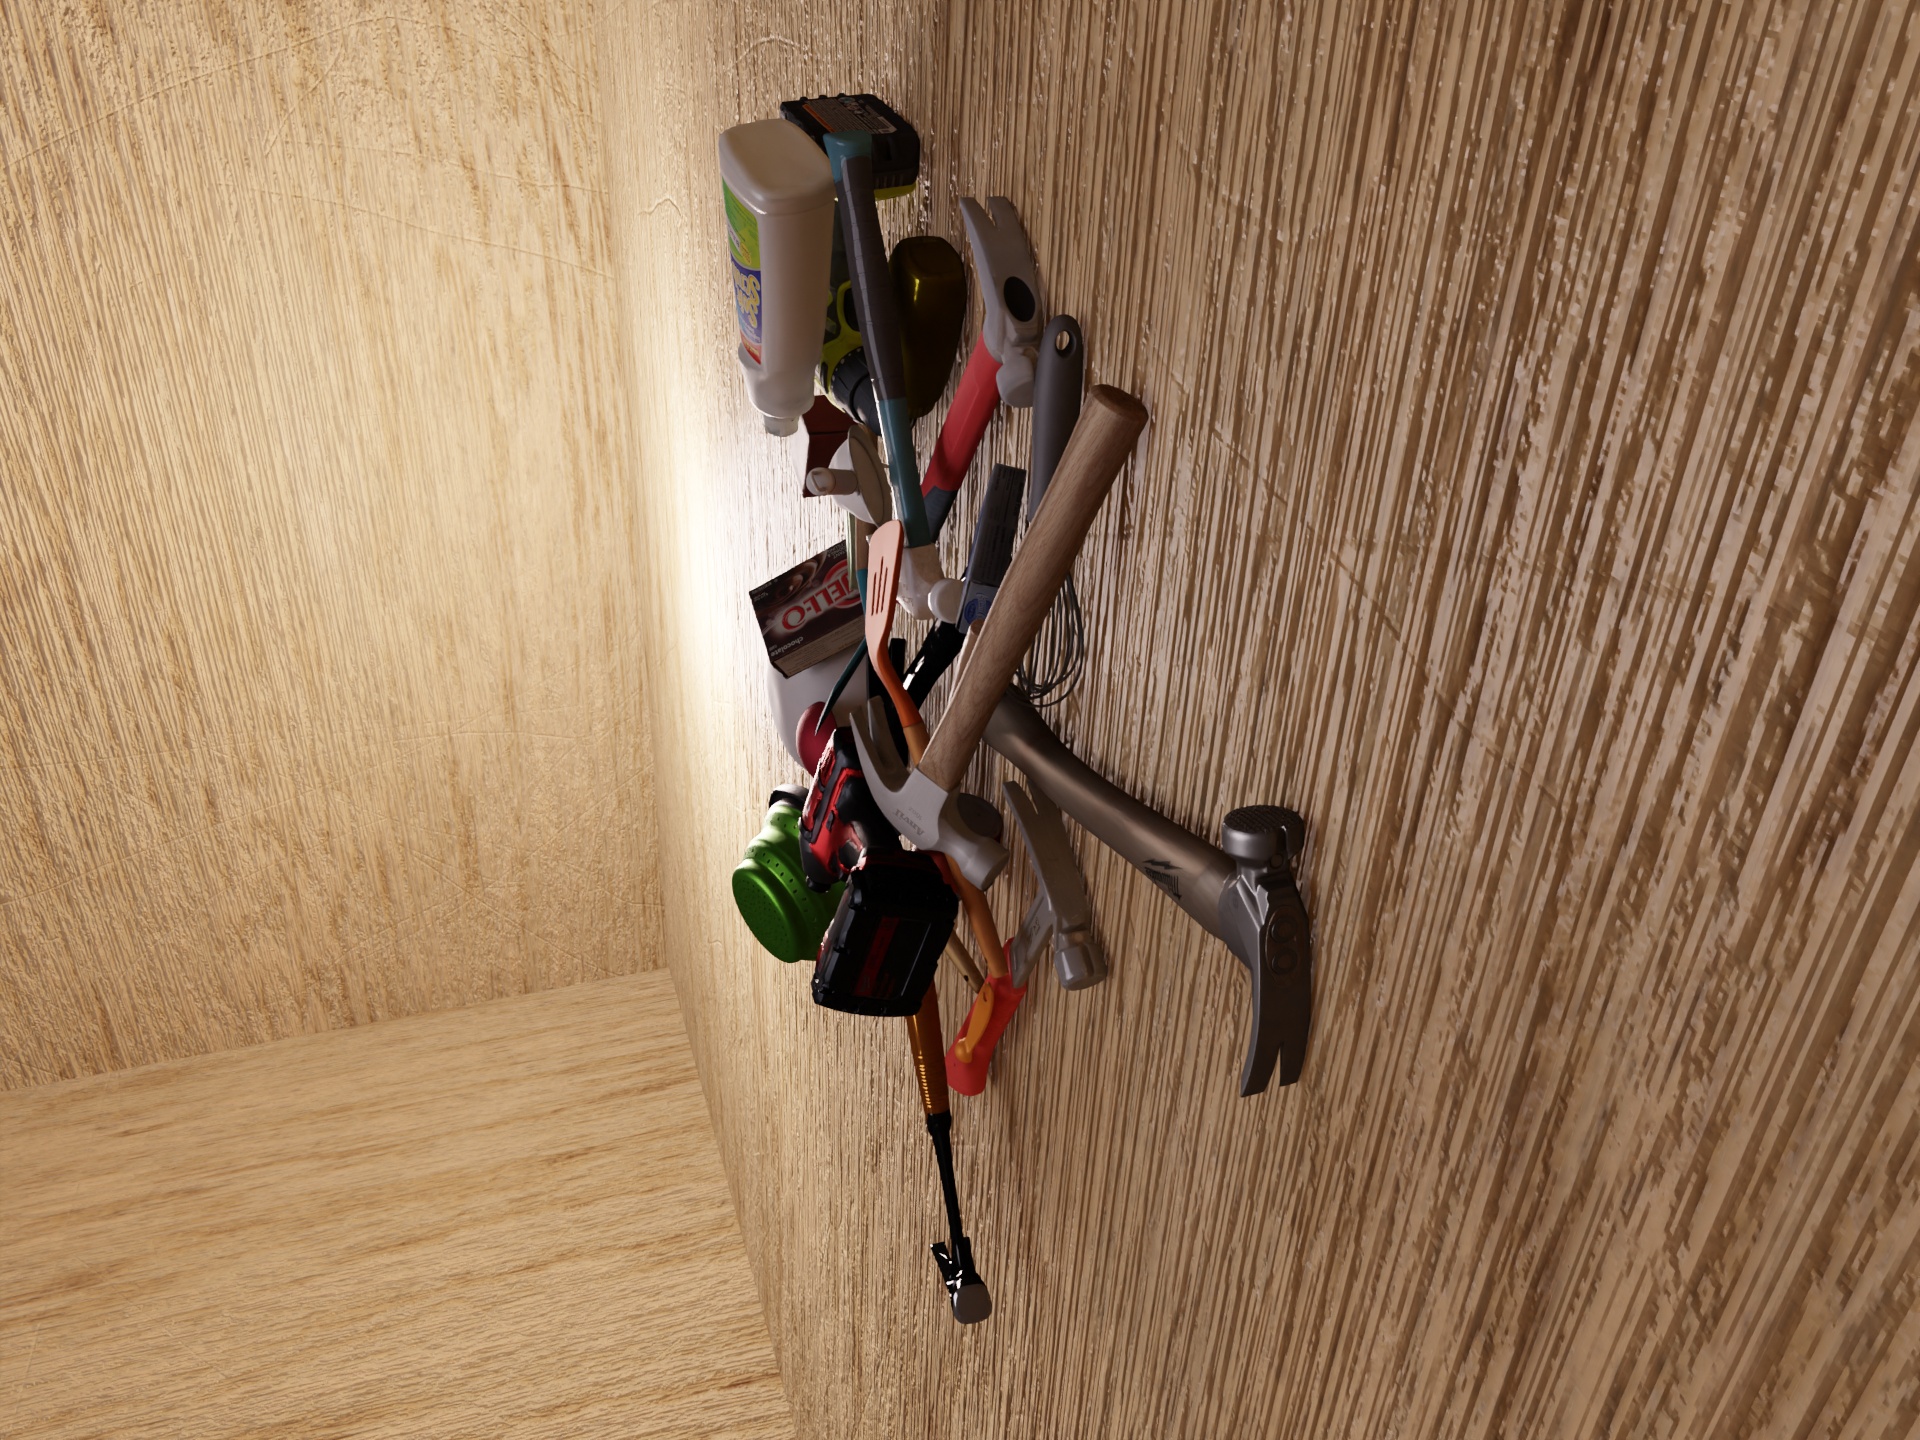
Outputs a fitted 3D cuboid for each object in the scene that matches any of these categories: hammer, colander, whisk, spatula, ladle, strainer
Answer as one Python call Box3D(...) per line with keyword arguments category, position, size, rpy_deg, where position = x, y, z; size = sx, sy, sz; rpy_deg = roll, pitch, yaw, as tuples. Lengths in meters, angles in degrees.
Box3D(category="hammer", position=(-0.011, -0.197, 1.129), size=(0.386, 0.038, 0.143), rpy_deg=(121, 138, -65))
Box3D(category="colander", position=(-0.131, 0.144, 1.507), size=(0.204, 0.094, 0.397), rpy_deg=(55, 150, 6))
Box3D(category="hammer", position=(0.031, 0.189, 1.185), size=(0.358, 0.036, 0.149), rpy_deg=(110, 148, -57))
Box3D(category="whisk", position=(0.054, -0.120, 0.950), size=(0.055, 0.055, 0.238), rpy_deg=(-131, 41, -61))
Box3D(category="hammer", position=(-0.022, -0.052, 1.222), size=(0.334, 0.035, 0.146), rpy_deg=(126, 142, -63))
Box3D(category="hammer", position=(-0.021, 0.293, 1.261), size=(0.127, 0.034, 0.337), rpy_deg=(-149, 51, -80))
Box3D(category="hammer", position=(0.025, -0.051, 0.937), size=(0.130, 0.031, 0.331), rpy_deg=(37, 127, 15))
Box3D(category="hammer", position=(-0.049, -0.233, 1.084), size=(0.128, 0.033, 0.331), rpy_deg=(-159, 57, -69))
Box3D(category="spatula", position=(-0.087, -0.144, 1.284), size=(0.082, 0.044, 0.318), rpy_deg=(121, 152, -64))
Box3D(category="spatula", position=(-0.016, 0.022, 1.098), size=(0.322, 0.041, 0.081), rpy_deg=(71, 163, -4))
Box3D(category="ladle", position=(-0.064, 0.105, 1.354), size=(0.316, 0.031, 0.069), rpy_deg=(54, 138, 28))
Box3D(category="hammer", position=(0.089, 0.064, 0.936), size=(0.411, 0.038, 0.146), rpy_deg=(-140, 42, -66))
Box3D(category="strainer", position=(-0.146, 0.002, 1.568), size=(0.340, 0.095, 0.211), rpy_deg=(113, 144, -58))
Box3D(category="strainer", position=(-0.086, -0.177, 1.179), size=(0.258, 0.050, 0.087), rpy_deg=(-54, -53, -80))
Box3D(category="spatula", position=(-0.002, -0.004, 1.119), size=(0.315, 0.018, 0.060), rpy_deg=(104, 173, -69))

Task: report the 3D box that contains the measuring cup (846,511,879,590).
Box3D(category="measuring cup", position=(-0.081, -0.169, 1.393), size=(0.168, 0.038, 0.083), rpy_deg=(-100, 10, -65))

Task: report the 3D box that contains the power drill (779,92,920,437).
Box3D(category="power drill", position=(-0.080, -0.344, 1.223), size=(0.191, 0.080, 0.228), rpy_deg=(-124, 28, -46))

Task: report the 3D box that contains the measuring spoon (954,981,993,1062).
Box3D(category="measuring spoon", position=(0.009, 0.226, 1.187), size=(0.116, 0.011, 0.021), rpy_deg=(106, 151, -52))

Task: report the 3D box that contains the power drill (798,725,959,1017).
Box3D(category="power drill", position=(-0.076, 0.114, 1.188), size=(0.220, 0.078, 0.143), rpy_deg=(-114, 40, -57))
